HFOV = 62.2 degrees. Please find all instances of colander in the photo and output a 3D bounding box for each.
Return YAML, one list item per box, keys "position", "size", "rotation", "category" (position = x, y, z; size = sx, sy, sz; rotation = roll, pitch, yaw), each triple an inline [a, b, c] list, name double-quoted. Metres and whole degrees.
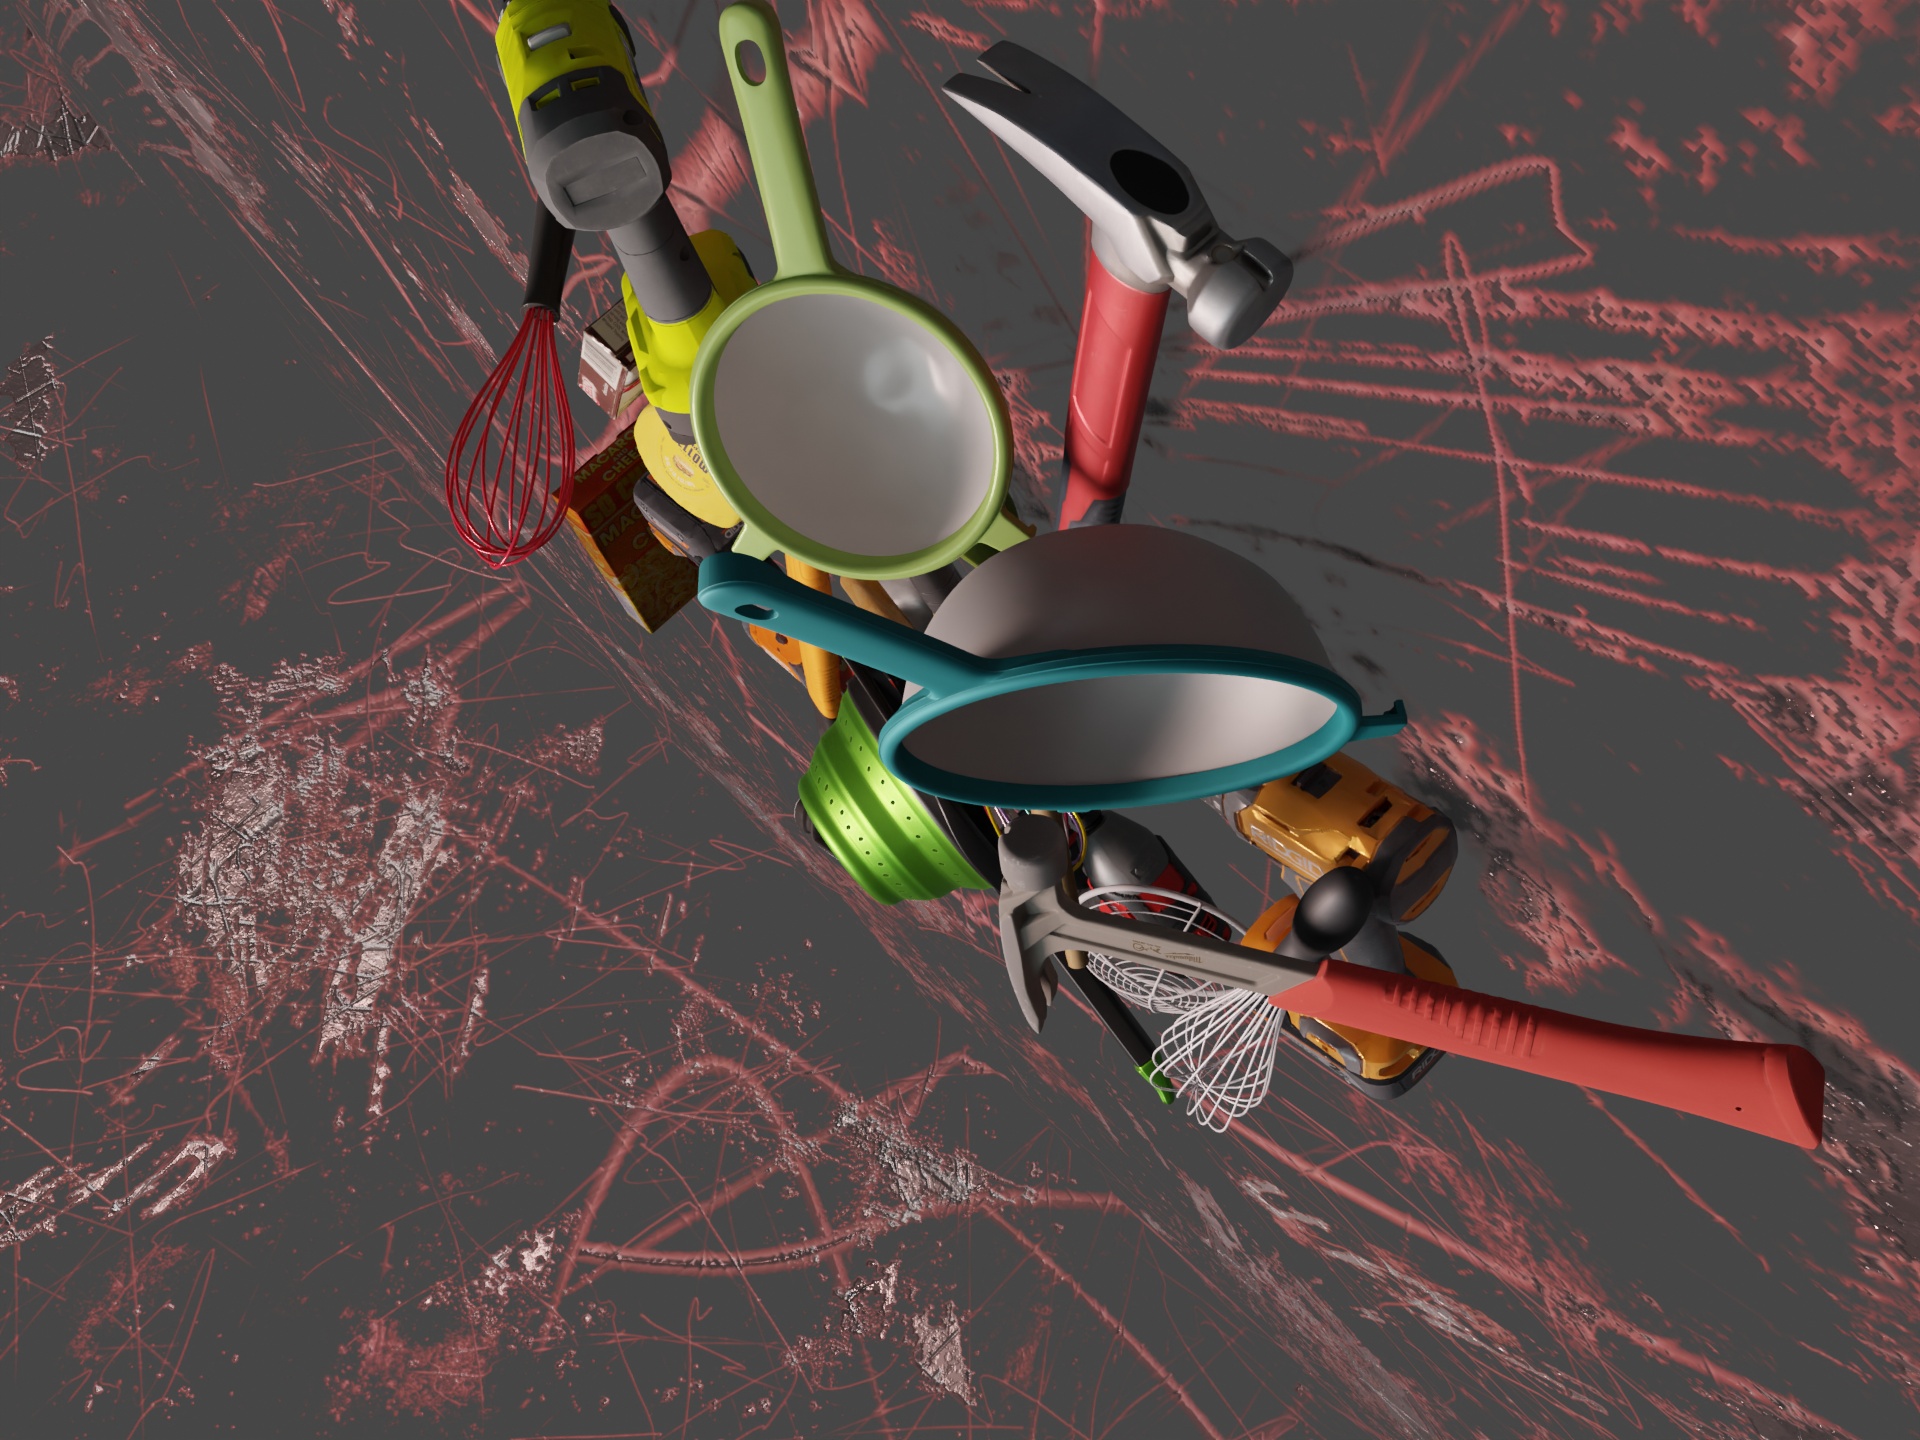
- position: [0.002, 0.126, 1.110]
  size: [0.397, 0.094, 0.204]
  rotation: [53, -177, -2]
  category: "colander"

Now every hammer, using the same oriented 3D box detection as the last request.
- position: [-0.100, -0.032, 1.192]
  size: [0.127, 0.034, 0.336]
  rotation: [30, 136, 43]
  category: "hammer"
- position: [0.051, -0.129, 0.722]
  size: [0.143, 0.038, 0.386]
  rotation: [44, 166, 13]
  category: "hammer"
- position: [0.189, 0.133, 0.721]
  size: [0.359, 0.037, 0.149]
  rotation: [11, 140, 20]
  category: "hammer"
- position: [-0.031, -0.107, 0.935]
  size: [0.330, 0.033, 0.128]
  rotation: [54, -155, -54]
  category: "hammer"

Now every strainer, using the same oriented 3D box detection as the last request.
- position: [0.025, -0.044, 0.666]
  size: [0.211, 0.095, 0.340]
  rotation: [-17, 156, 38]
  category: "strainer"
- position: [-0.070, -0.127, 1.083]
  size: [0.087, 0.050, 0.258]
  rotation: [-8, 123, 54]
  category: "strainer"
- position: [-0.053, -0.186, 0.699]
  size: [0.151, 0.069, 0.256]
  rotation: [0, 125, 19]
  category: "strainer"

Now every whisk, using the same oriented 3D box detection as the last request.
- position: [-0.003, -0.002, 1.002]
  size: [0.245, 0.047, 0.051]
  rotation: [53, -176, 15]
  category: "whisk"
- position: [-0.253, -0.225, 0.945]
  size: [0.073, 0.296, 0.073]
  rotation: [3, 159, 1]
  category: "whisk"
- position: [0.159, 0.145, 0.826]
  size: [0.070, 0.070, 0.284]
  rotation: [42, 151, 17]
  category: "whisk"

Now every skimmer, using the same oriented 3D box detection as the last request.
- position: [0.061, 0.052, 1.073]
  size: [0.364, 0.090, 0.127]
  rotation: [53, 161, 30]
  category: "skimmer"

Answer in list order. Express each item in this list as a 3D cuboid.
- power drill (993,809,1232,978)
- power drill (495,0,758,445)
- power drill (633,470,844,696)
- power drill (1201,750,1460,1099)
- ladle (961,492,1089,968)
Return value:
- position: [0.101, 0.119, 1.193]
  size: [0.143, 0.078, 0.220]
  rotation: [49, 163, -12]
  category: "power drill"
- position: [-0.168, -0.272, 0.821]
  size: [0.228, 0.080, 0.191]
  rotation: [66, -178, -57]
  category: "power drill"
- position: [-0.151, -0.107, 1.275]
  size: [0.164, 0.084, 0.226]
  rotation: [38, 168, 41]
  category: "power drill"
- position: [0.182, 0.087, 0.860]
  size: [0.185, 0.084, 0.226]
  rotation: [34, 157, 40]
  category: "power drill"
- position: [0.027, 0.004, 0.912]
  size: [0.078, 0.062, 0.320]
  rotation: [-90, -12, -69]
  category: "ladle"
